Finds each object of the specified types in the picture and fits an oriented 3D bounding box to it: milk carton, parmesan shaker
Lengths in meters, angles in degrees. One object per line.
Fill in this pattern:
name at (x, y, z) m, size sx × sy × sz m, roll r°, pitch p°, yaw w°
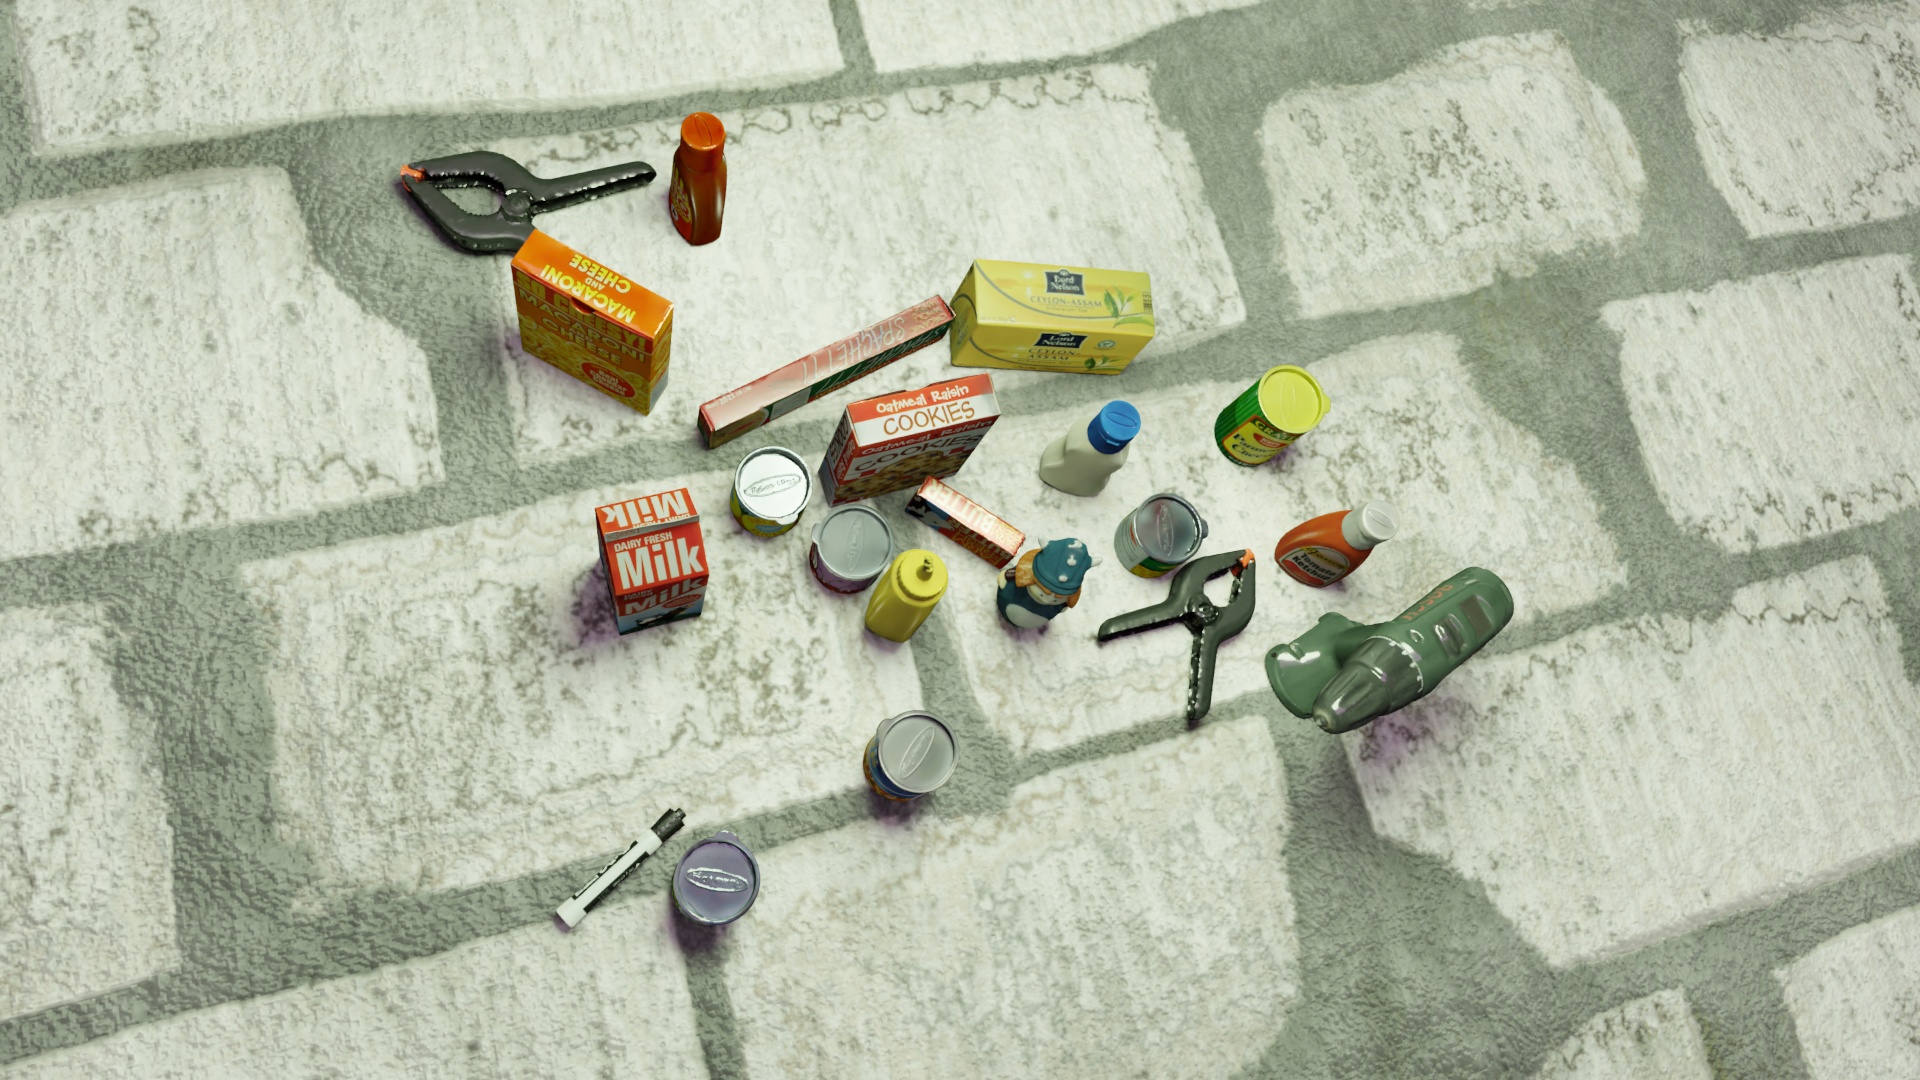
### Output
milk carton at (-0.241, 0.014, 1.084) m, size 0.072 × 0.190 × 0.073 m, roll -14°, pitch 78°, yaw -17°
parmesan shaker at (0.290, -0.114, 1.299) m, size 0.071 × 0.102 × 0.071 m, roll 4°, pitch 74°, yaw -13°

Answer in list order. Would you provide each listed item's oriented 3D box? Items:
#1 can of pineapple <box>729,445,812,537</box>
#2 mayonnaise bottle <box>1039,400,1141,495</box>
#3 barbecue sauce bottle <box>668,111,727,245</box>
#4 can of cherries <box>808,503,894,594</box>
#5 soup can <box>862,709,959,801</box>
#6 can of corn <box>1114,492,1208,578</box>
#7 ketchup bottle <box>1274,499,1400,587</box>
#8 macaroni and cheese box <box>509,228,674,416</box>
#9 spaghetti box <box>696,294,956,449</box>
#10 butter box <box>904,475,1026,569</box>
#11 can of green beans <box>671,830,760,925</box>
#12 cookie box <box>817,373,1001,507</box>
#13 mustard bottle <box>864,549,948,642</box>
can of pineapple at (-0.163, -0.039, 1.190) m, size 0.071 × 0.057 × 0.071 m, roll 4°, pitch 73°, yaw -13°
mayonnaise bottle at (0.118, -0.081, 1.223) m, size 0.065 × 0.147 × 0.041 m, roll 19°, pitch 71°, yaw -8°
barbecue sauce bottle at (-0.227, -0.317, 1.208) m, size 0.044 × 0.148 × 0.065 m, roll -21°, pitch 80°, yaw -18°
can of cherries at (-0.096, 0.007, 1.192) m, size 0.071 × 0.058 × 0.071 m, roll 4°, pitch 73°, yaw -13°
soup can at (-0.044, 0.176, 1.142) m, size 0.071 × 0.083 × 0.071 m, roll 4°, pitch 73°, yaw -13°
can of corn at (0.182, -0.004, 1.264) m, size 0.071 × 0.058 × 0.071 m, roll 4°, pitch 73°, yaw -13°
ketchup bottle at (0.343, 0.000, 1.254) m, size 0.065 × 0.148 × 0.044 m, roll 32°, pitch 70°, yaw -3°
macaroni and cheese box at (-0.300, -0.173, 1.138) m, size 0.124 × 0.166 × 0.040 m, roll 28°, pitch 70°, yaw -5°
spaghetti box at (-0.118, -0.152, 1.238) m, size 0.251 × 0.050 × 0.029 m, roll -29°, pitch 83°, yaw -20°
butter box at (0.004, -0.015, 1.227) m, size 0.103 × 0.053 × 0.024 m, roll 32°, pitch 70°, yaw -3°
can of green beans at (-0.193, 0.268, 1.092) m, size 0.071 × 0.057 × 0.071 m, roll 4°, pitch 73°, yaw -13°
cookie box at (-0.047, -0.084, 1.173) m, size 0.123 × 0.167 × 0.040 m, roll -15°, pitch 79°, yaw -17°
mustard bottle at (-0.040, 0.040, 1.142) m, size 0.049 × 0.159 × 0.065 m, roll 27°, pitch 70°, yaw -5°
